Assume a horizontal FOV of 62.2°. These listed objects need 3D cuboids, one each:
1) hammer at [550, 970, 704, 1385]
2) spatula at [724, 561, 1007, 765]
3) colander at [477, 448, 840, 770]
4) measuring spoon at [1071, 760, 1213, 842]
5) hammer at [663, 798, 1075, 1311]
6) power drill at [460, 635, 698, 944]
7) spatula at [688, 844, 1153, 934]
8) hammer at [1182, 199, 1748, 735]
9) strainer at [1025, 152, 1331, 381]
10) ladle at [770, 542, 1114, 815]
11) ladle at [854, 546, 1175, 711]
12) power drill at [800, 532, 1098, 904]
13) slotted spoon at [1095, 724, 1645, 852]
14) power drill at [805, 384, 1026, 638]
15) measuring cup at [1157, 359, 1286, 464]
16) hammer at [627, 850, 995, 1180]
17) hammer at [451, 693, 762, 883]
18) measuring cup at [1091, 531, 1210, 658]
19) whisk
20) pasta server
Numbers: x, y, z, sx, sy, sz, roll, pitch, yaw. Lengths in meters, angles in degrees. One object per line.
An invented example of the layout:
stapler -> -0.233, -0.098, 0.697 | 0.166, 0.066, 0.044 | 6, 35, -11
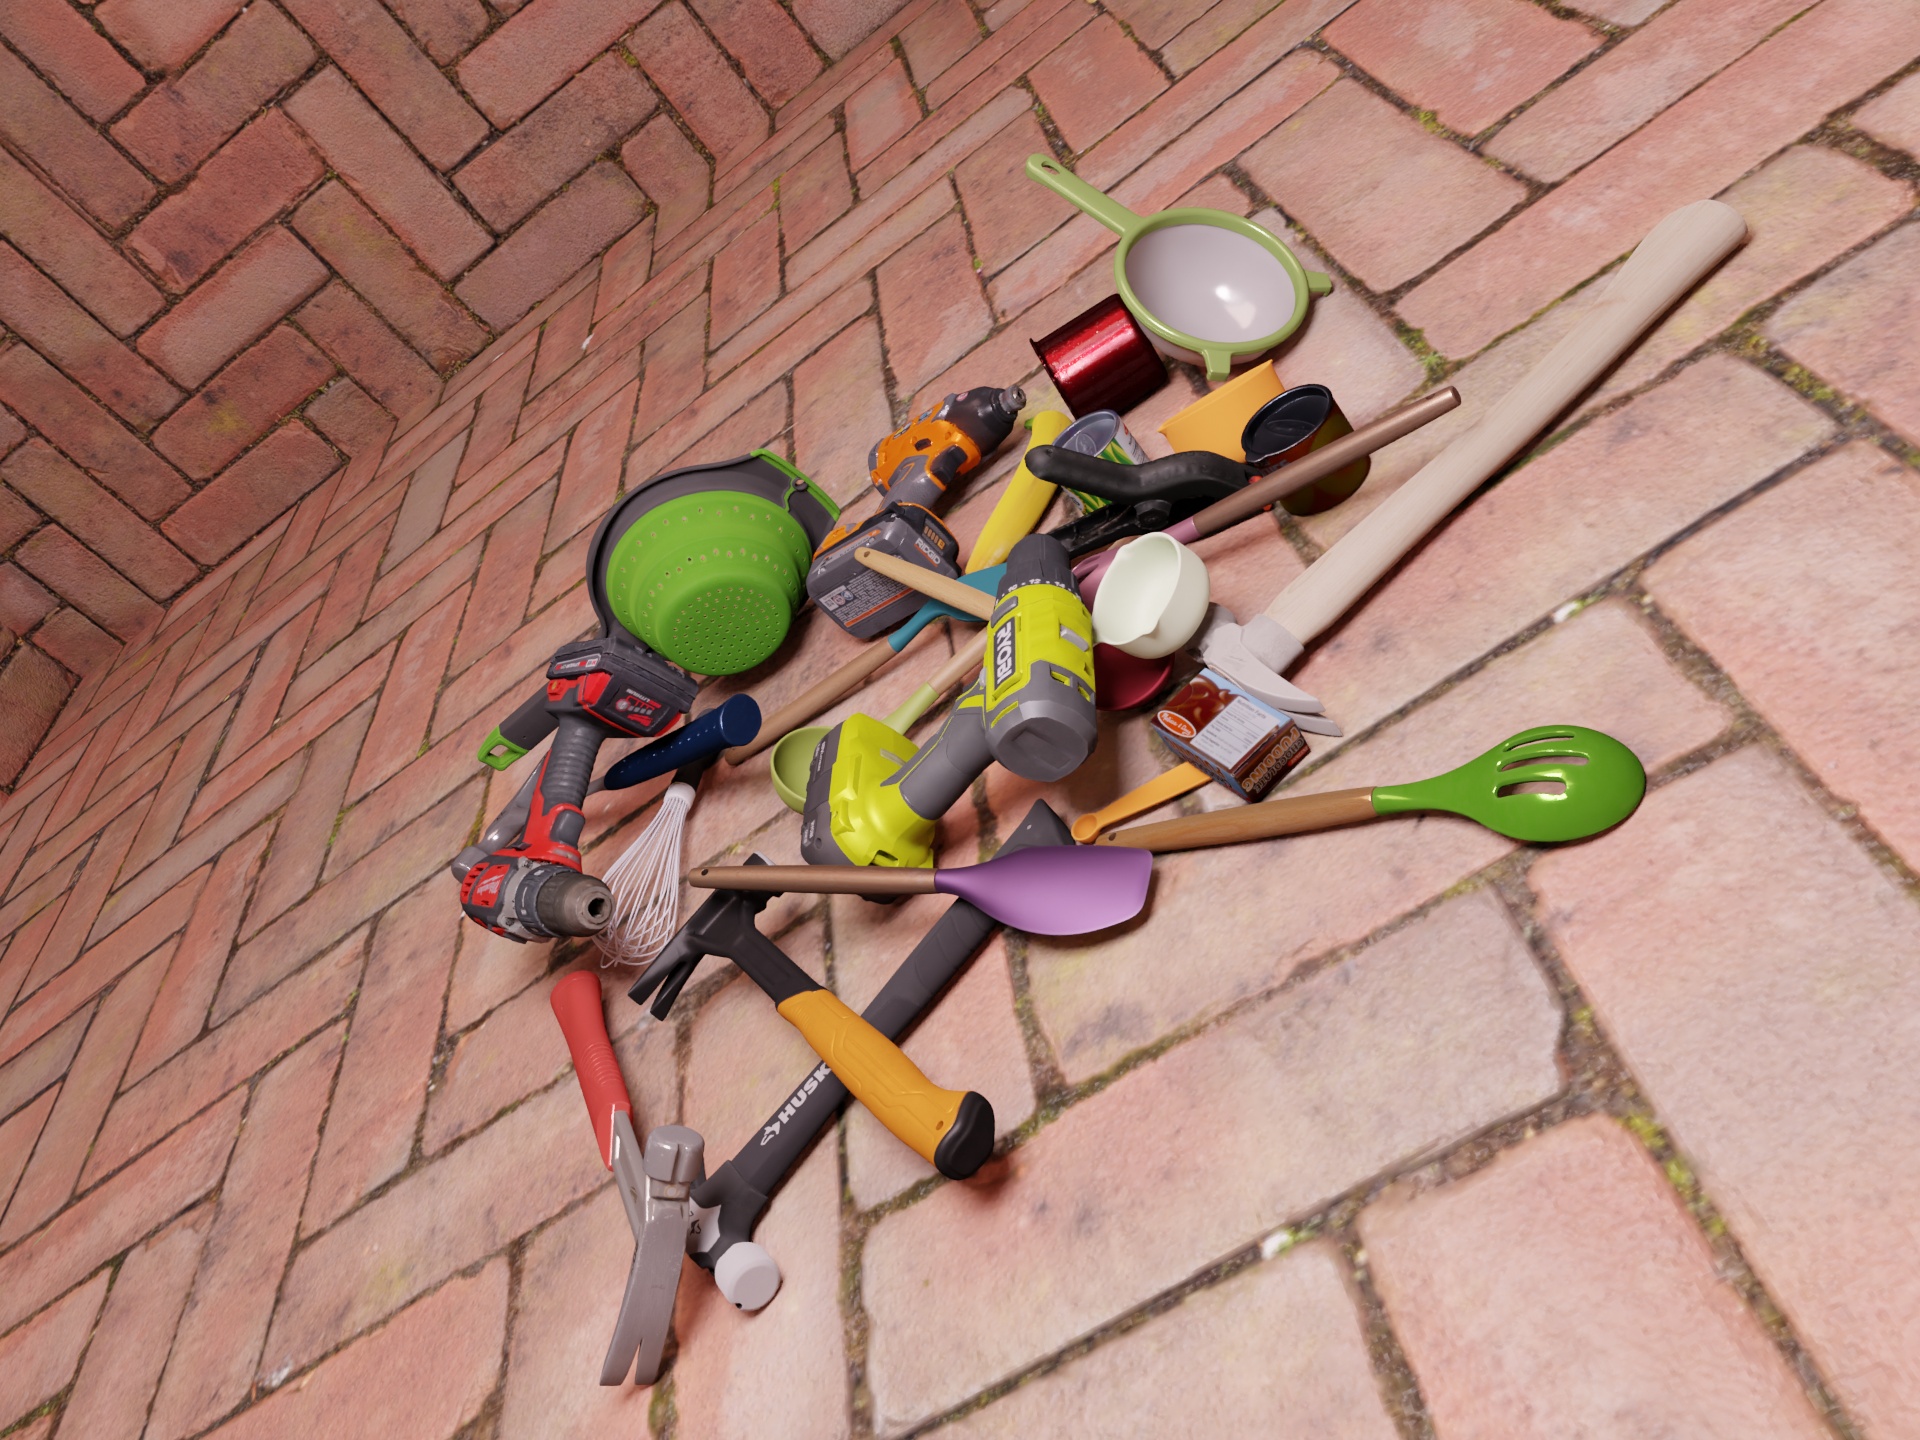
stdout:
hammer -> -0.227, 0.259, 1.023 | 0.359, 0.036, 0.149 | -147, 68, -65
spatula -> -0.064, -0.039, 1.243 | 0.317, 0.044, 0.082 | -33, 34, 25
colander -> -0.264, -0.056, 1.347 | 0.397, 0.204, 0.095 | -38, 45, 16
measuring spoon -> 0.119, 0.045, 0.949 | 0.117, 0.011, 0.021 | -28, 38, 17
hammer -> -0.050, 0.179, 0.950 | 0.335, 0.035, 0.146 | -49, 32, -10
power drill -> -0.276, 0.056, 1.165 | 0.188, 0.080, 0.227 | -3, 63, 52
spatula -> -0.035, 0.099, 0.958 | 0.316, 0.018, 0.060 | -1, 53, 28
hammer -> 0.315, -0.158, 0.945 | 0.410, 0.038, 0.146 | -43, 33, -1
strainer -> 0.147, -0.350, 1.237 | 0.256, 0.069, 0.151 | 39, 62, 16
ladle -> -0.004, -0.045, 1.140 | 0.320, 0.062, 0.078 | -41, 60, 2
ladle -> 0.028, -0.074, 1.107 | 0.316, 0.031, 0.069 | 27, 77, 41
power drill -> -0.002, -0.003, 1.017 | 0.228, 0.080, 0.191 | -42, 30, 32
slotted spoon -> 0.197, 0.048, 0.840 | 0.314, 0.031, 0.070 | -13, 42, 41
power drill -> -0.028, -0.186, 1.315 | 0.164, 0.084, 0.227 | -25, 31, 39
measuring cup -> 0.184, -0.208, 1.150 | 0.095, 0.052, 0.173 | -32, 7, -4
hammer -> -0.087, 0.179, 0.925 | 0.127, 0.034, 0.337 | -48, 33, -11
hammer -> -0.288, 0.045, 1.313 | 0.405, 0.035, 0.144 | -21, 29, 46
measuring cup -> 0.095, -0.045, 1.007 | 0.167, 0.038, 0.083 | -48, 34, 28
whisk -> -0.230, 0.083, 1.256 | 0.070, 0.070, 0.285 | -24, 32, 28
pasta server -> 0.181, -0.133, 1.030 | 0.316, 0.040, 0.060 | -25, 35, 37
